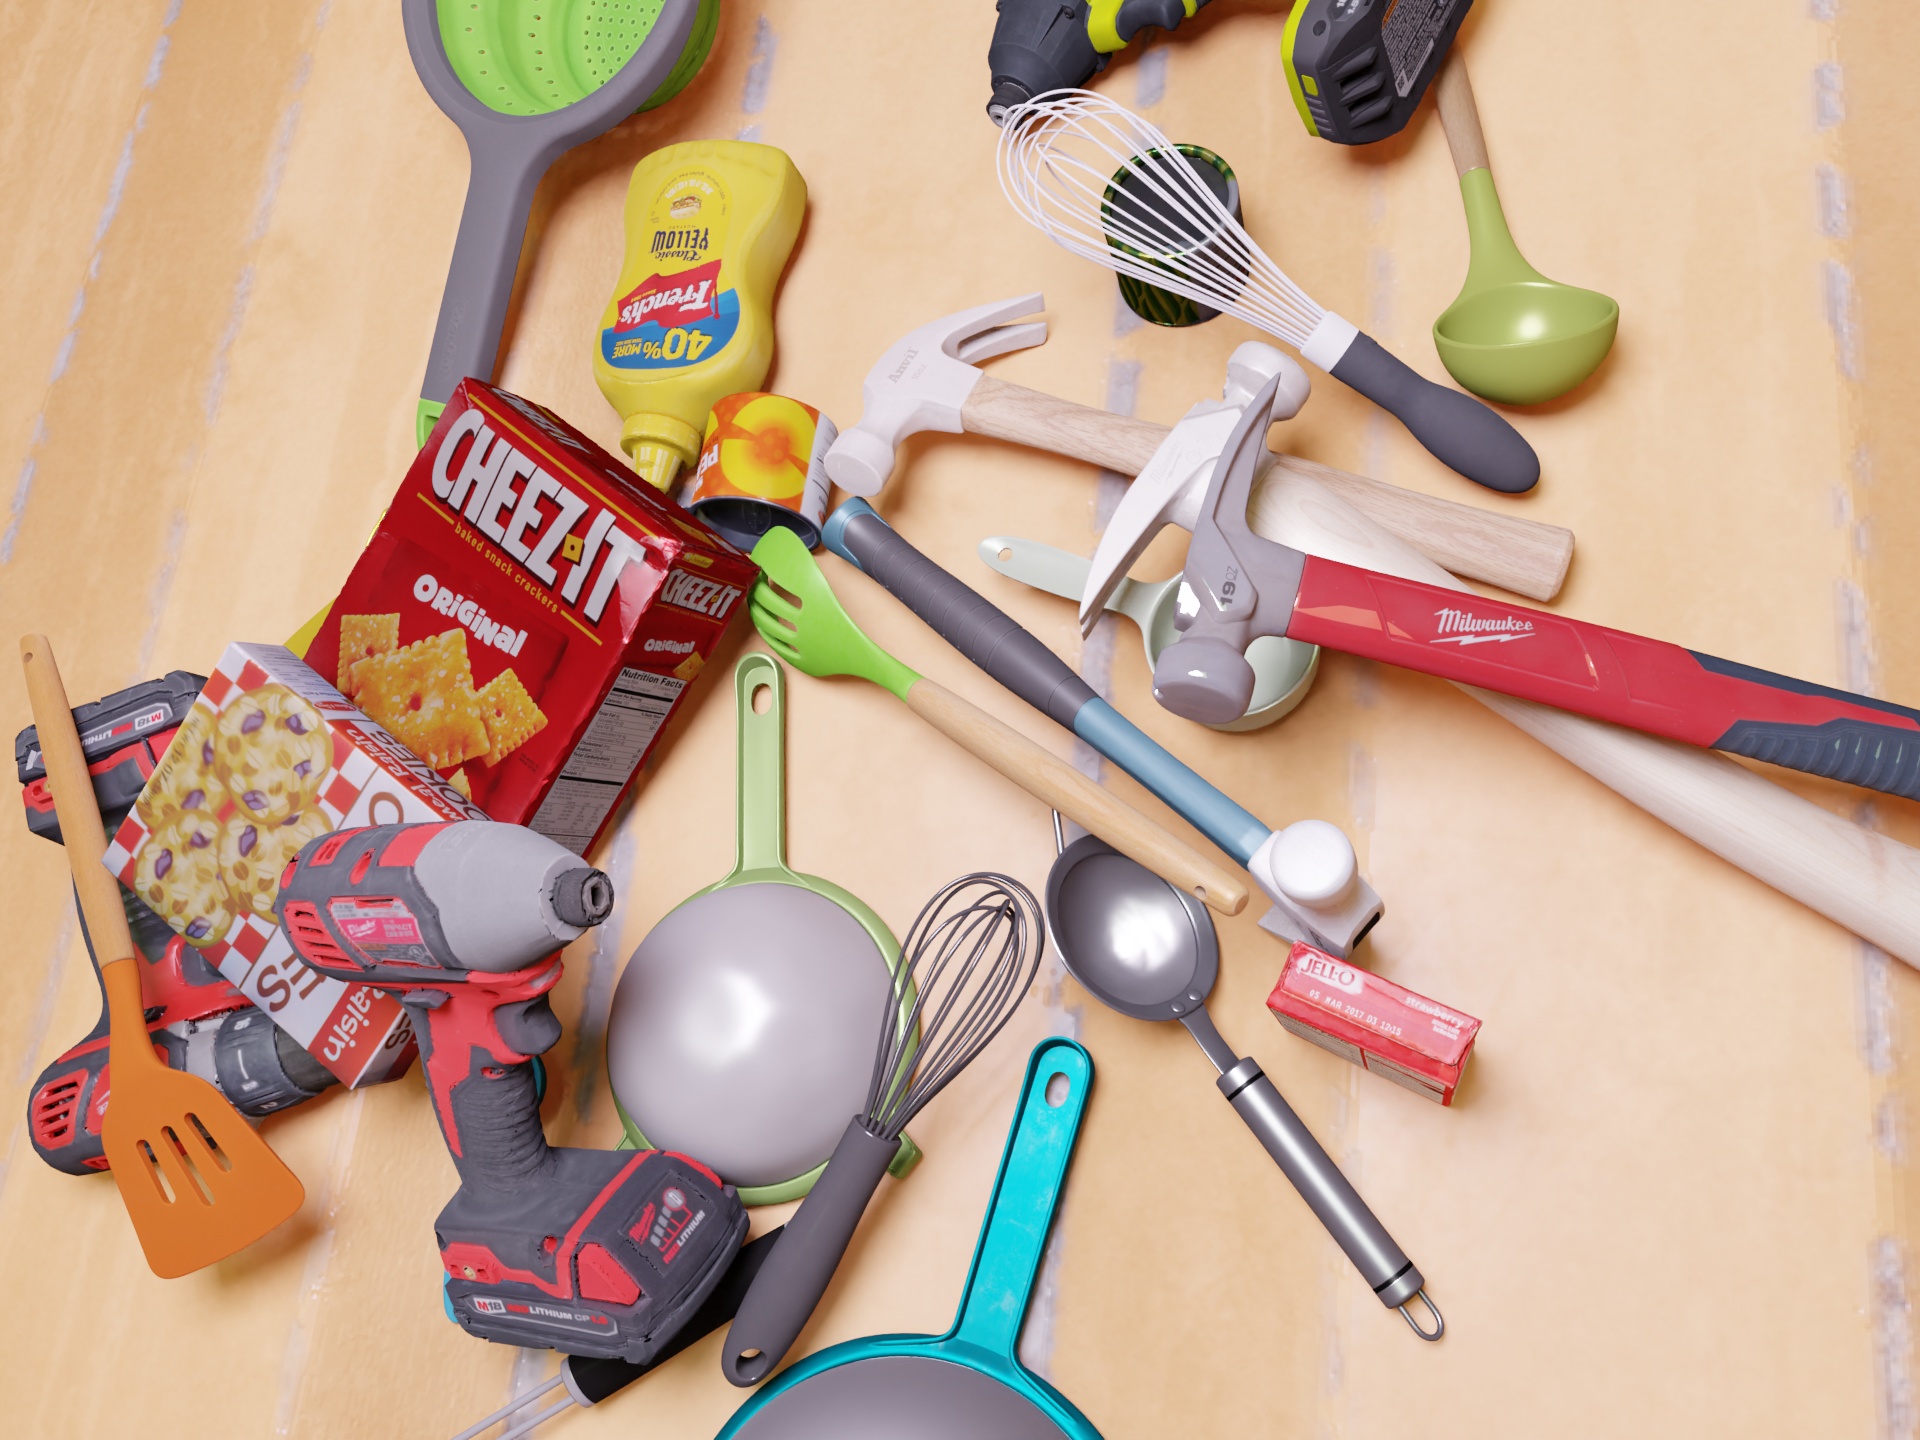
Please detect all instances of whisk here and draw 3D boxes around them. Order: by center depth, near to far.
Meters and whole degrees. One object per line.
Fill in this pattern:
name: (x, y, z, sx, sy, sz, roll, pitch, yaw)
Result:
whisk: (-0.037, 0.167, 0.647, 0.055, 0.055, 0.239, 30, 93, 23)
whisk: (0.136, -0.185, 0.699, 0.284, 0.070, 0.070, 35, 83, 1)

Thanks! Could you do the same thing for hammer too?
hammer: (0.275, -0.023, 0.594, 0.386, 0.038, 0.143, 15, 69, 7)
hammer: (0.243, 0.007, 0.631, 0.411, 0.038, 0.146, 35, 83, 15)
hammer: (0.047, -0.009, 0.689, 0.033, 0.128, 0.331, -47, 57, -4)
hammer: (0.111, -0.119, 0.731, 0.331, 0.031, 0.130, 19, 60, 16)

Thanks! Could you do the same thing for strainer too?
strainer: (-0.013, 0.283, 0.606, 0.211, 0.095, 0.340, 13, 77, 20)
strainer: (0.107, 0.141, 0.651, 0.087, 0.050, 0.259, -21, 65, -40)
strainer: (-0.100, 0.083, 0.713, 0.151, 0.069, 0.256, -6, 72, 14)

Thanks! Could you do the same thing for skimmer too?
skimmer: (-0.212, 0.320, 0.653, 0.363, 0.090, 0.127, -32, 99, 1)

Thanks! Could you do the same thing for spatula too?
spatula: (-0.392, 0.095, 0.742, 0.081, 0.041, 0.323, -30, 68, 6)

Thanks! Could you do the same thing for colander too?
colander: (-0.222, -0.327, 0.889, 0.204, 0.094, 0.397, 16, 95, 25)

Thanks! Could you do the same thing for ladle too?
ladle: (0.239, -0.286, 0.752, 0.078, 0.062, 0.320, -9, 67, 9)

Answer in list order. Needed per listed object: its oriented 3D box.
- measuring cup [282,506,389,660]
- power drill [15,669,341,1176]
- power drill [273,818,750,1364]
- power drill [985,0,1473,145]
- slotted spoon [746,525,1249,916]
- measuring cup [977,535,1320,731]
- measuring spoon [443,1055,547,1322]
measuring cup: (-0.322, -0.055, 0.851, 0.156, 0.029, 0.062, -40, 66, 10)
power drill: (-0.370, 0.094, 0.784, 0.188, 0.080, 0.227, -18, 71, 9)
power drill: (-0.170, 0.140, 0.627, 0.143, 0.078, 0.219, -5, 113, 28)
power drill: (0.124, -0.356, 0.783, 0.223, 0.080, 0.171, 21, 77, 35)
slotted spoon: (-0.001, -0.002, 0.689, 0.031, 0.070, 0.314, -26, 45, -36)
measuring cup: (0.084, -0.048, 0.725, 0.168, 0.038, 0.083, 23, 79, 23)
measuring spoon: (-0.216, 0.211, 0.735, 0.042, 0.021, 0.129, 8, 83, 17)
